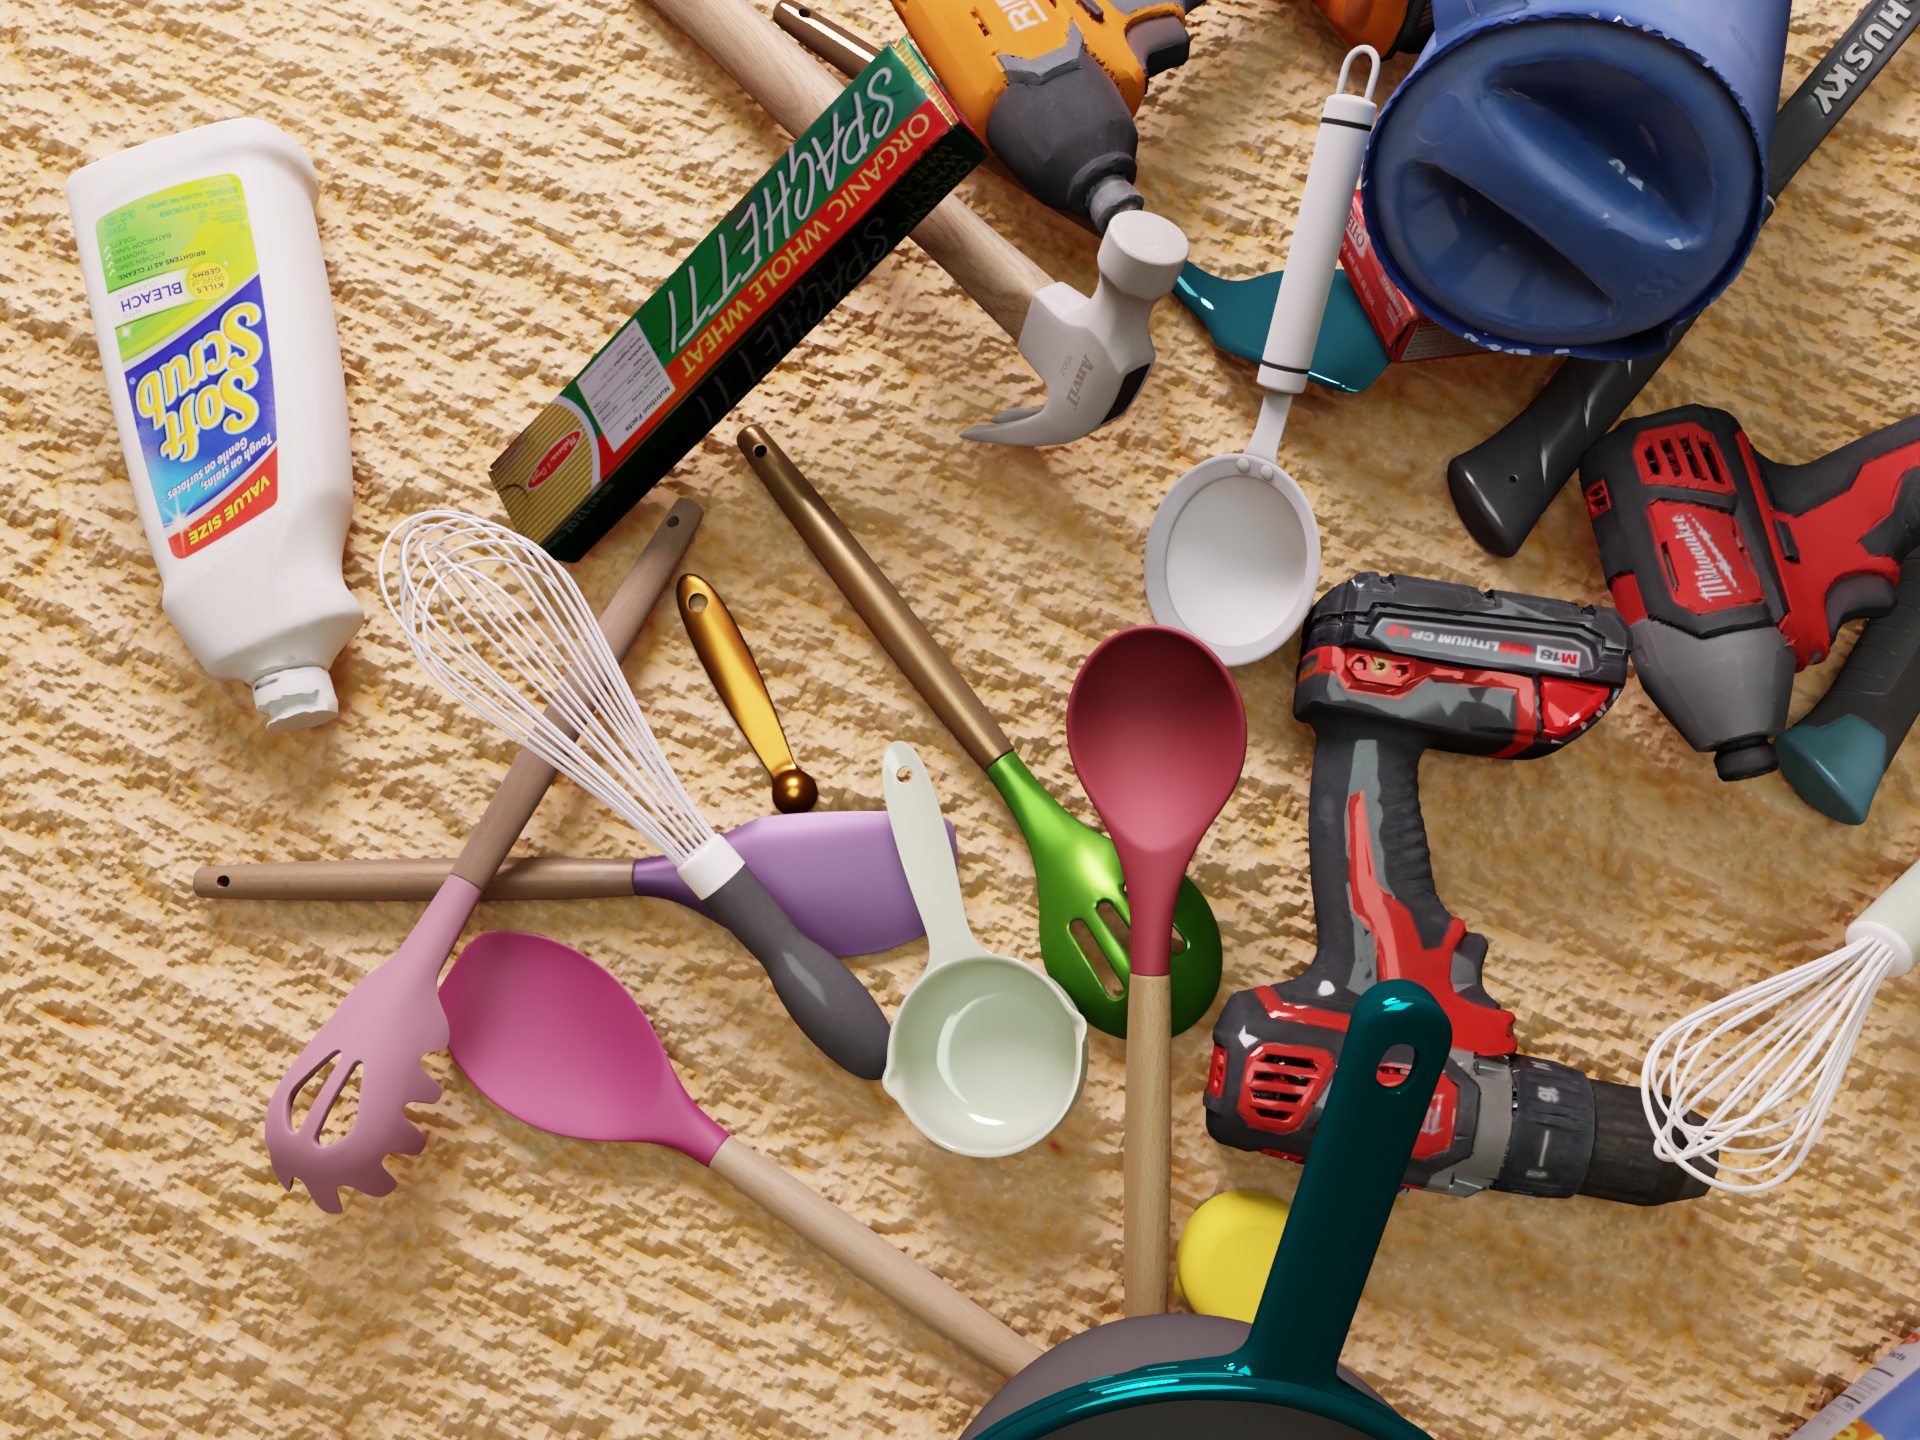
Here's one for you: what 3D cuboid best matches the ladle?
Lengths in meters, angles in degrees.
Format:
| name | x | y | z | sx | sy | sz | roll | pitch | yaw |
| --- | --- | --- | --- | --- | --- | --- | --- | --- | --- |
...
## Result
| name | x | y | z | sx | sy | sz | roll | pitch | yaw |
| --- | --- | --- | --- | --- | --- | --- | --- | --- | --- |
| ladle | 0.073 | 0.122 | 0.602 | 0.069 | 0.031 | 0.315 | 1 | 92 | 20 |

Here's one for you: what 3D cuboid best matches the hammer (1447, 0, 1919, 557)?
| name | x | y | z | sx | sy | sz | roll | pitch | yaw |
| --- | --- | --- | --- | --- | --- | --- | --- | --- | --- |
| hammer | 0.347 | -0.231 | 0.679 | 0.149 | 0.036 | 0.409 | 39 | 84 | 8 |

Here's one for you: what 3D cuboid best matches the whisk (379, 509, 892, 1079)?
| name | x | y | z | sx | sy | sz | roll | pitch | yaw |
| --- | --- | --- | --- | --- | --- | --- | --- | --- | --- |
| whisk | -0.118 | 0.032 | 0.618 | 0.070 | 0.070 | 0.284 | -41 | 98 | -5 |

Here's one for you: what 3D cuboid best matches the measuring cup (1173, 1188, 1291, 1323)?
| name | x | y | z | sx | sy | sz | roll | pitch | yaw |
| --- | --- | --- | --- | --- | --- | --- | --- | --- | --- |
| measuring cup | 0.128 | 0.256 | 0.599 | 0.062 | 0.029 | 0.157 | -19 | 78 | -1 |

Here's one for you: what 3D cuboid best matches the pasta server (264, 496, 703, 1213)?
| name | x | y | z | sx | sy | sz | roll | pitch | yaw |
| --- | --- | --- | --- | --- | --- | --- | --- | --- | --- |
| pasta server | -0.183 | 0.043 | 0.641 | 0.060 | 0.040 | 0.316 | 24 | 71 | 8 |

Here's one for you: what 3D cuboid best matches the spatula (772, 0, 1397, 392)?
| name | x | y | z | sx | sy | sz | roll | pitch | yaw |
| --- | --- | --- | --- | --- | --- | --- | --- | --- | --- |
| spatula | 0.050 | -0.236 | 0.685 | 0.317 | 0.044 | 0.082 | 34 | 63 | 7 |

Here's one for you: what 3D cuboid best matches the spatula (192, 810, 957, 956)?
| name | x | y | z | sx | sy | sz | roll | pitch | yaw |
| --- | --- | --- | --- | --- | --- | --- | --- | --- | --- |
| spatula | -0.159 | 0.067 | 0.655 | 0.316 | 0.018 | 0.060 | 0 | 84 | 2 |

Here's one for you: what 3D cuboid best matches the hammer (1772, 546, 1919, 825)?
| name | x | y | z | sx | sy | sz | roll | pitch | yaw |
| --- | --- | --- | --- | --- | --- | --- | --- | --- | --- |
| hammer | 0.429 | -0.105 | 0.652 | 0.128 | 0.033 | 0.331 | 33 | 83 | 9 |

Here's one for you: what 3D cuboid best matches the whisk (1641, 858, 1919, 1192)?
| name | x | y | z | sx | sy | sz | roll | pitch | yaw |
| --- | --- | --- | --- | --- | --- | --- | --- | --- | --- |
| whisk | 0.332 | 0.089 | 0.582 | 0.246 | 0.057 | 0.059 | -31 | 69 | -25 |

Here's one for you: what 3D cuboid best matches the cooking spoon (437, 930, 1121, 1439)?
| name | x | y | z | sx | sy | sz | roll | pitch | yaw |
| --- | --- | --- | --- | --- | --- | --- | --- | --- | --- |
| cooking spoon | -0.074 | 0.185 | 0.629 | 0.319 | 0.017 | 0.069 | 32 | 84 | 9 |

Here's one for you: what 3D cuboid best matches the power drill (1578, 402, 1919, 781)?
| name | x | y | z | sx | sy | sz | roll | pitch | yaw |
| --- | --- | --- | --- | --- | --- | --- | --- | --- | --- |
| power drill | 0.359 | -0.063 | 0.596 | 0.219 | 0.078 | 0.143 | -12 | 76 | 8 |

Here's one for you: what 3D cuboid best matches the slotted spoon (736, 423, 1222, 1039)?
| name | x | y | z | sx | sy | sz | roll | pitch | yaw |
| --- | --- | --- | --- | --- | --- | --- | --- | --- | --- |
| slotted spoon | -0.001 | -0.002 | 0.657 | 0.070 | 0.031 | 0.314 | -37 | 78 | 1 |

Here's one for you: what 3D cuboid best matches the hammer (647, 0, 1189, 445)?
| name | x | y | z | sx | sy | sz | roll | pitch | yaw |
| --- | --- | --- | --- | --- | --- | --- | --- | --- | --- |
| hammer | -0.042 | -0.238 | 0.671 | 0.031 | 0.130 | 0.331 | -29 | 66 | -33 |

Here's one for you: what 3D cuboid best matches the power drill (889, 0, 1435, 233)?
| name | x | y | z | sx | sy | sz | roll | pitch | yaw |
| --- | --- | --- | --- | --- | --- | --- | --- | --- | --- |
| power drill | 0.100 | -0.297 | 0.661 | 0.226 | 0.084 | 0.164 | -25 | 72 | -8 |

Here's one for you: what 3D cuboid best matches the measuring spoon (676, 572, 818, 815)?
| name | x | y | z | sx | sy | sz | roll | pitch | yaw |
| --- | --- | --- | --- | --- | --- | --- | --- | --- | --- |
| measuring spoon | -0.092 | -0.013 | 0.670 | 0.021 | 0.011 | 0.117 | -27 | 79 | -3 |

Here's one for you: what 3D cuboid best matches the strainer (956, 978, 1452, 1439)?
| name | x | y | z | sx | sy | sz | roll | pitch | yaw |
| --- | --- | --- | --- | --- | --- | --- | --- | --- | --- |
| strainer | 0.089 | 0.224 | 0.534 | 0.211 | 0.095 | 0.340 | 13 | 107 | -4 |

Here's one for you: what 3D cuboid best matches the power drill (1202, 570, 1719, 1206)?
| name | x | y | z | sx | sy | sz | roll | pitch | yaw |
| --- | --- | --- | --- | --- | --- | --- | --- | --- | --- |
| power drill | 0.201 | 0.070 | 0.610 | 0.188 | 0.080 | 0.227 | 10 | 83 | 5 |

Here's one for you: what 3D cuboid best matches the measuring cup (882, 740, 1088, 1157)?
| name | x | y | z | sx | sy | sz | roll | pitch | yaw |
| --- | --- | --- | --- | --- | --- | --- | --- | --- | --- |
| measuring cup | 0.000 | 0.089 | 0.633 | 0.083 | 0.038 | 0.168 | -20 | 73 | 10 |

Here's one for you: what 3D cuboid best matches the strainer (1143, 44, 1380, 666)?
| name | x | y | z | sx | sy | sz | roll | pitch | yaw |
| --- | --- | --- | --- | --- | --- | --- | --- | --- | --- |
| strainer | 0.127 | -0.127 | 0.624 | 0.087 | 0.050 | 0.258 | 30 | 118 | 41 |
